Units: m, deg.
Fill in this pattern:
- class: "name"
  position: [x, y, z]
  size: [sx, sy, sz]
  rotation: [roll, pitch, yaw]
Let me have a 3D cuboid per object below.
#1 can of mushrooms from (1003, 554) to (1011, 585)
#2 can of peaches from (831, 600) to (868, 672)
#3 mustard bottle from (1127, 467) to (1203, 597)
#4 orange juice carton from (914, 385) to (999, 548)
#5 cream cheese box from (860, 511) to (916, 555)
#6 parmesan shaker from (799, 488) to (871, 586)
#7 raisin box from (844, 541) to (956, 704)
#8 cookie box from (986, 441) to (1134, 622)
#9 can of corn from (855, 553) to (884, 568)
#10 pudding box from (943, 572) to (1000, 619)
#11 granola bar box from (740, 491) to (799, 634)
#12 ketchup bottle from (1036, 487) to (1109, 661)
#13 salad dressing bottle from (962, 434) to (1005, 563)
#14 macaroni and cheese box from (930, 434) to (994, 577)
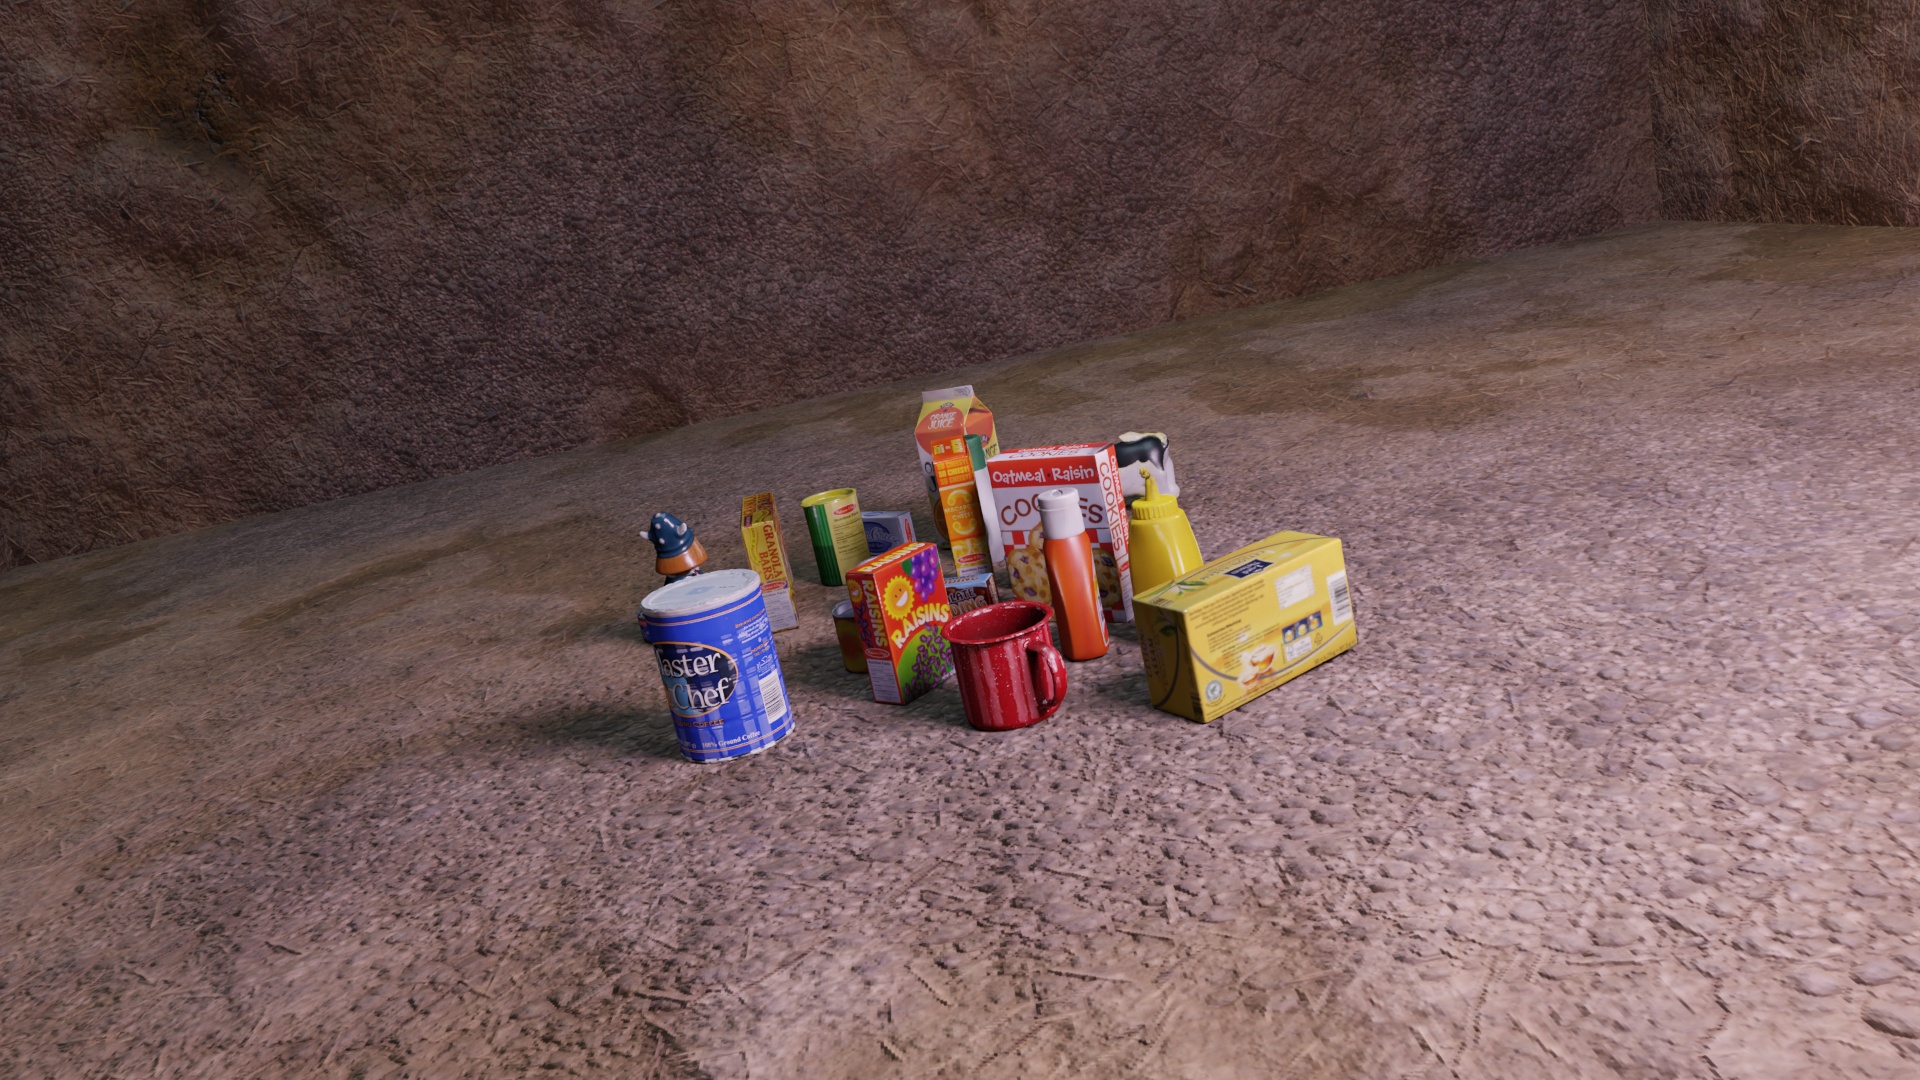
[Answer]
- class: "can of mushrooms"
  position: [0.083, 0.026, 1.491]
  size: [0.071, 0.033, 0.071]
  rotation: [-11, 14, 3]
- class: "can of peaches"
  position: [-0.087, 0.089, 1.336]
  size: [0.071, 0.058, 0.071]
  rotation: [-11, 14, 3]
- class: "mustard bottle"
  position: [0.178, 0.012, 1.211]
  size: [0.065, 0.159, 0.049]
  rotation: [-1, 18, 39]
- class: "orange juice carton"
  position: [0.002, -0.091, 1.685]
  size: [0.072, 0.192, 0.073]
  rotation: [-4, 16, 31]
- class: "cream cheese box"
  position: [-0.103, -0.009, 1.734]
  size: [0.103, 0.053, 0.024]
  rotation: [0, 18, 40]
- class: "parmesan shaker"
  position: [-0.148, -0.003, 1.648]
  size: [0.071, 0.102, 0.071]
  rotation: [-11, 14, 3]
- class: "raisin box"
  position: [-0.049, 0.072, 1.236]
  size: [0.040, 0.123, 0.086]
  rotation: [1, 19, 42]
- class: "cookie box"
  position: [0.100, -0.006, 1.330]
  size: [0.123, 0.167, 0.040]
  rotation: [-2, 17, 36]
- class: "can of corn"
  position: [-0.071, 0.049, 1.476]
  size: [0.071, 0.058, 0.071]
  rotation: [-11, 14, 3]
- class: "pudding box"
  position: [-0.004, 0.062, 1.388]
  size: [0.083, 0.049, 0.030]
  rotation: [-7, 15, 20]
- class: "granola bar box"
  position: [-0.215, 0.023, 1.561]
  size: [0.039, 0.124, 0.166]
  rotation: [-13, 14, -5]
- class: "ketchup bottle"
  position: [0.098, 0.029, 1.233]
  size: [0.043, 0.148, 0.065]
  rotation: [-12, 14, 2]
- class: "salad dressing bottle"
  position: [0.019, -0.047, 1.592]
  size: [0.044, 0.147, 0.064]
  rotation: [-22, 17, -34]
- class: "macaroni and cheese box"
  position: [0.005, -0.018, 1.454]
  size: [0.040, 0.166, 0.124]
  rotation: [-12, 14, 0]
